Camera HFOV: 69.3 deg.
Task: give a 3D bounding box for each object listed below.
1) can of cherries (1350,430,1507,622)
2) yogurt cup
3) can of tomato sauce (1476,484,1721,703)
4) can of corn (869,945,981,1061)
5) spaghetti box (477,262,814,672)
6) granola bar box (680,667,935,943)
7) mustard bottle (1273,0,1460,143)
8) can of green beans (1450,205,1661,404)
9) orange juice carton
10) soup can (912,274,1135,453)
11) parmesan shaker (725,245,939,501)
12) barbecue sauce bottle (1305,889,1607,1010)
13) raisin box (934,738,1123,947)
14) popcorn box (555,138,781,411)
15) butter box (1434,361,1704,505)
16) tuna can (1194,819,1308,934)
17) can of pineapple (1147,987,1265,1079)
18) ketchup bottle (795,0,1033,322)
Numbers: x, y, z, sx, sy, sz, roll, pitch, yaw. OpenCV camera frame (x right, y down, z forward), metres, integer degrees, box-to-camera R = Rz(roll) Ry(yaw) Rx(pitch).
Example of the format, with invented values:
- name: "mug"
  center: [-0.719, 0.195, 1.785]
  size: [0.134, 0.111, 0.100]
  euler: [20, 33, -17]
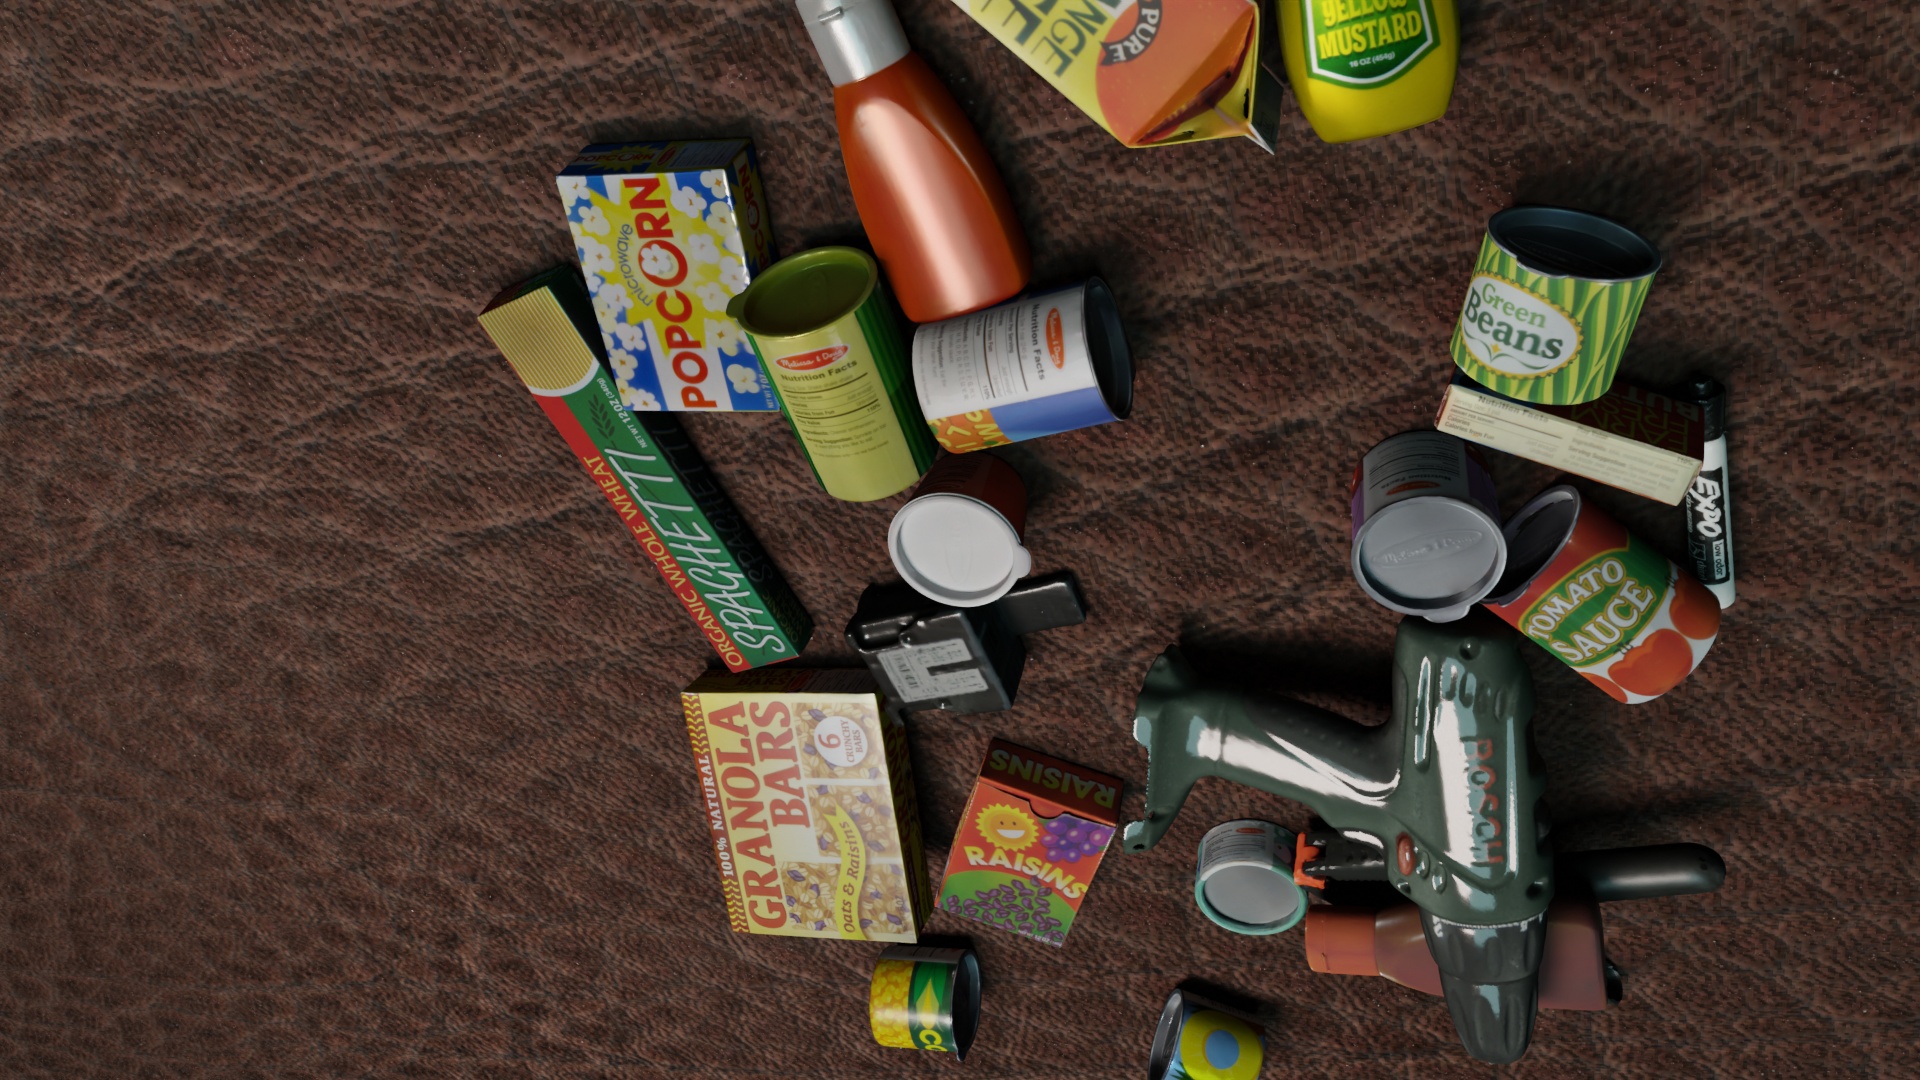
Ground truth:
- name: "can of cherries"
  center: [0.215, -0.006, 0.642]
  size: [0.071, 0.059, 0.071]
  euler: [7, 126, 9]
- name: "yogurt cup"
  center: [0.003, -0.009, 0.701]
  size: [0.072, 0.054, 0.072]
  euler: [7, 127, 10]
- name: "can of tomato sauce"
  center: [0.289, 0.026, 0.633]
  size: [0.083, 0.071, 0.071]
  euler: [35, 127, -4]
- name: "can of corn"
  center: [-0.023, 0.309, 0.929]
  size: [0.058, 0.071, 0.070]
  euler: [-2, 125, 18]
- name: "spaghetti box"
  center: [-0.162, -0.030, 0.746]
  size: [0.050, 0.029, 0.249]
  euler: [-17, 119, 26]
- name: "granola bar box"
  center: [-0.089, 0.157, 0.832]
  size: [0.124, 0.039, 0.165]
  euler: [-2, 109, 17]
- name: "mustard bottle"
  center: [0.141, -0.228, 0.506]
  size: [0.065, 0.049, 0.159]
  euler: [-11, 122, 19]
- name: "can of green beans"
  center: [0.240, -0.096, 0.565]
  size: [0.071, 0.071, 0.057]
  euler: [11, 128, 8]
- name: "orange juice carton"
  center: [0.049, -0.220, 0.522]
  size: [0.192, 0.072, 0.072]
  euler: [36, 127, -12]
- name: "soup can"
  center: [0.030, -0.079, 0.637]
  size: [0.083, 0.072, 0.071]
  euler: [-10, 122, 23]
- name: "parmesan shaker"
  center: [-0.057, -0.076, 0.649]
  size: [0.071, 0.072, 0.102]
  euler: [-4, 136, 18]
- name: "barbecue sauce bottle"
  center: [0.262, 0.215, 0.740]
  size: [0.148, 0.044, 0.064]
  euler: [-5, 117, 25]
- name: "raisin box"
  center: [0.040, 0.185, 0.842]
  size: [0.086, 0.040, 0.122]
  euler: [19, 127, 2]
- name: "popcorn box"
  center: [-0.131, -0.123, 0.663]
  size: [0.085, 0.038, 0.126]
  euler: [2, 126, 14]
- name: "butter box"
  center: [0.258, -0.052, 0.589]
  size: [0.103, 0.053, 0.024]
  euler: [20, 128, 15]
- name: "tuna can"
  center: [0.173, 0.201, 0.821]
  size: [0.071, 0.033, 0.070]
  euler: [7, 126, 10]
- name: "can of pineapple"
  center: [0.158, 0.333, 0.899]
  size: [0.058, 0.071, 0.070]
  euler: [19, 128, 1]
- name: "ketchup bottle"
  center: [-0.023, -0.169, 0.597]
  size: [0.064, 0.044, 0.148]
  euler: [-12, 121, 24]
